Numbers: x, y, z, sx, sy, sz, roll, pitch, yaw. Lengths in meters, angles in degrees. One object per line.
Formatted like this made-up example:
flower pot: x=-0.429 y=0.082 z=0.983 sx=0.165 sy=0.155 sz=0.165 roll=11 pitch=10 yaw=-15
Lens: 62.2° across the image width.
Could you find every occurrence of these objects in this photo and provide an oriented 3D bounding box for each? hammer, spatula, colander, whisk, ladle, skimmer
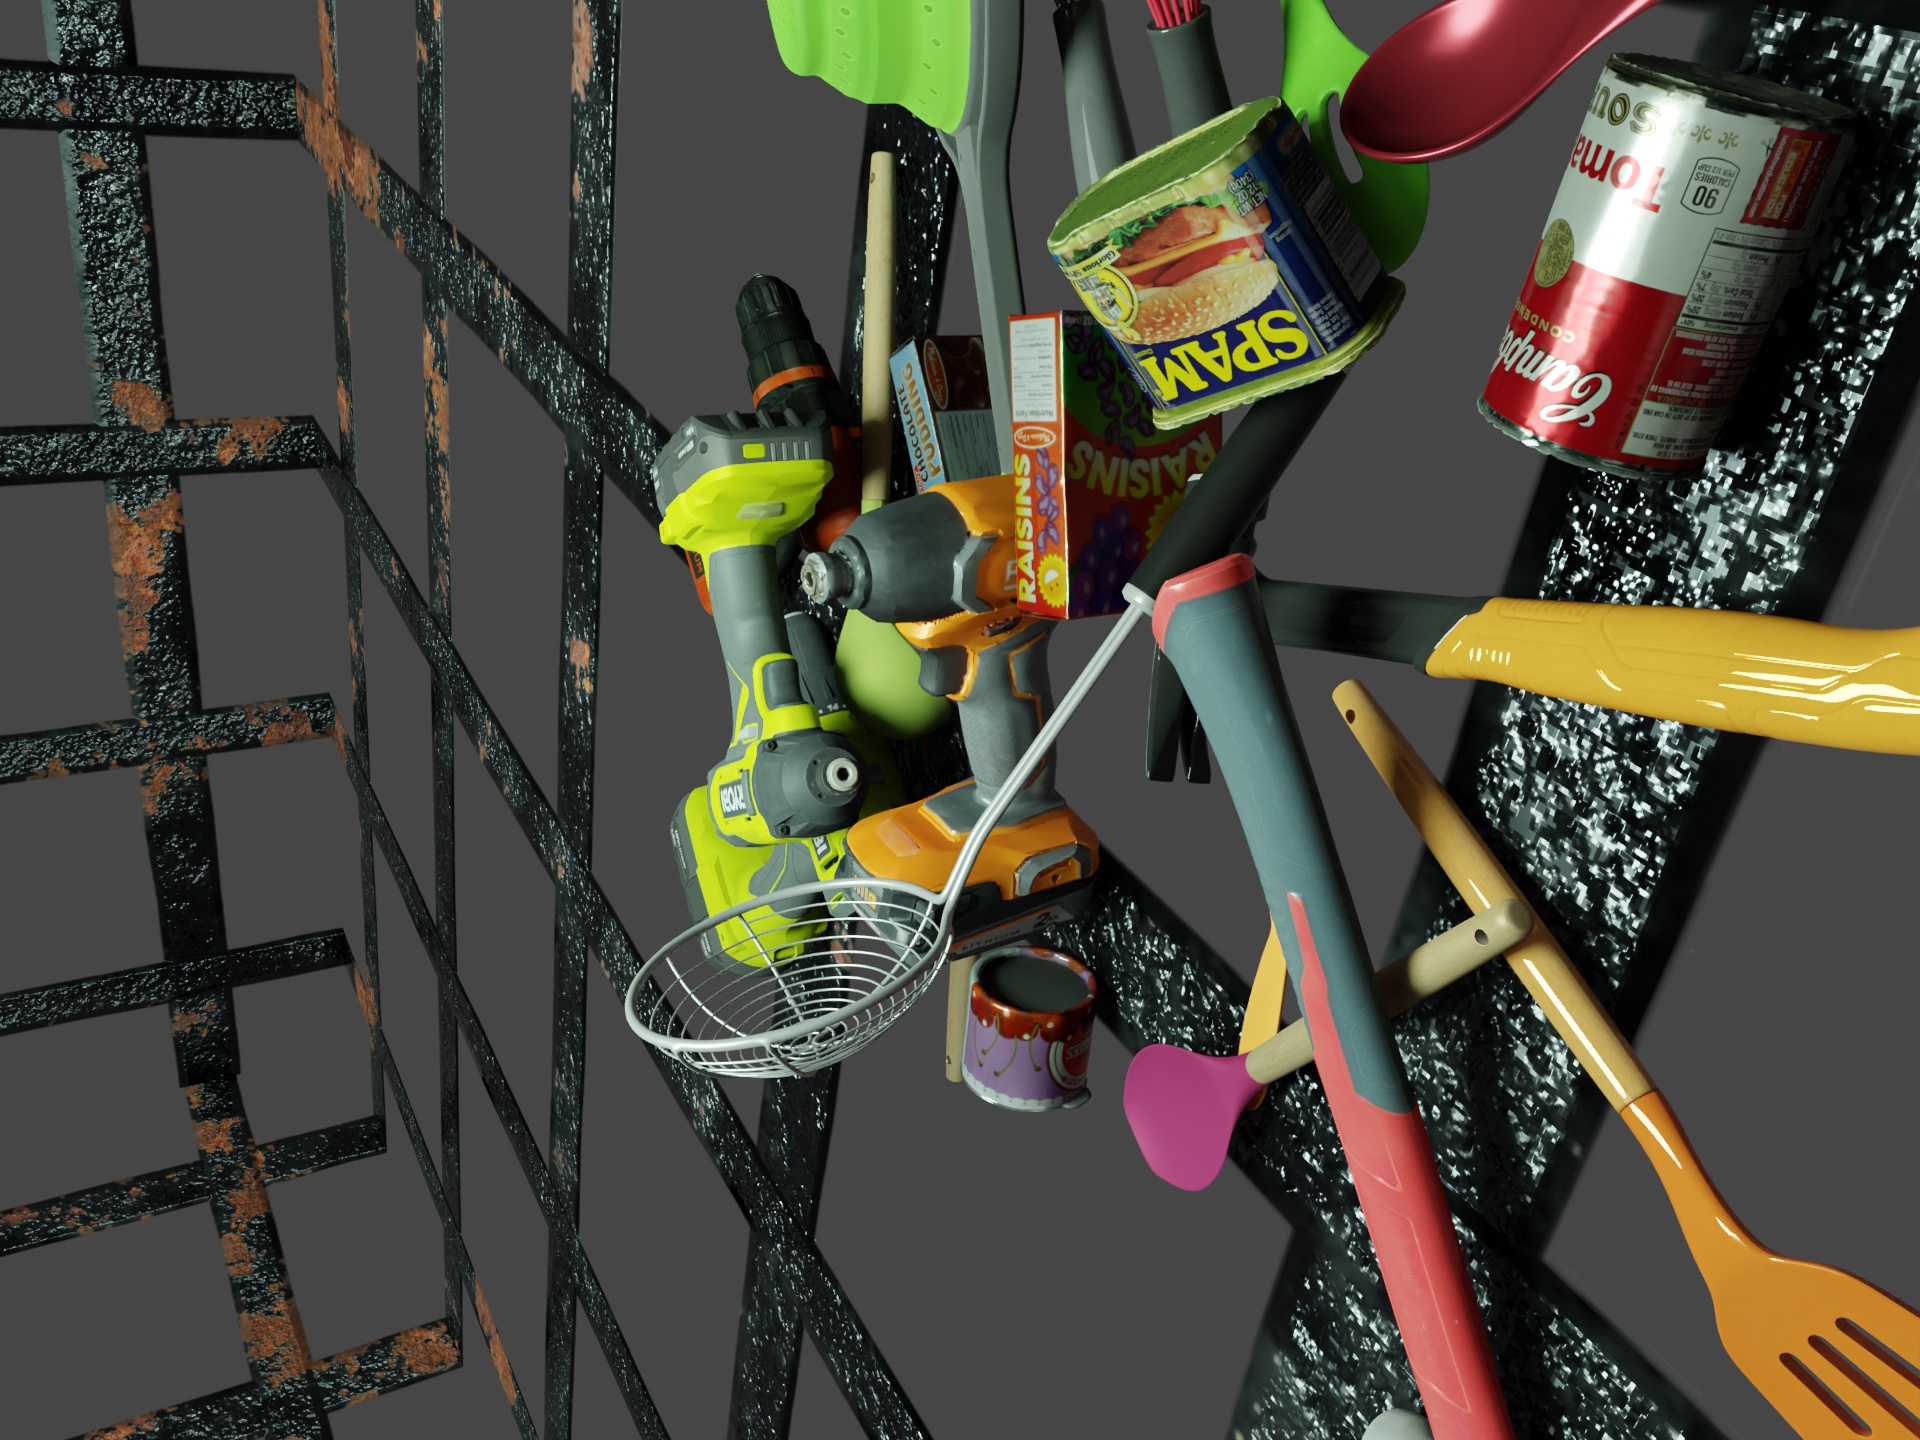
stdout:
hammer: x=0.153 y=0.127 z=0.559 sx=0.143 sy=0.038 sz=0.386 roll=-7 pitch=104 yaw=59
hammer: x=0.183 y=-0.017 z=0.525 sx=0.337 sy=0.034 sz=0.127 roll=13 pitch=96 yaw=56
spatula: x=0.010 y=0.063 z=0.874 sx=0.060 sy=0.018 sz=0.315 roll=33 pitch=125 yaw=51
colander: x=-0.028 y=-0.270 z=0.722 sx=0.205 sy=0.094 sz=0.397 roll=-130 pitch=31 yaw=-74
whisk: x=0.051 y=-0.302 z=0.677 sx=0.055 sy=0.055 sz=0.239 roll=-1 pitch=101 yaw=60
ladle: x=-0.036 y=-0.149 z=0.883 sx=0.078 sy=0.062 sz=0.320 roll=10 pitch=100 yaw=60
skimmer: x=0.012 y=-0.012 z=0.601 sx=0.363 sy=0.090 sz=0.127 roll=-54 pitch=19 yaw=6
spatula: x=0.217 y=0.105 z=0.530 sx=0.323 sy=0.041 sz=0.081 roll=63 pitch=147 yaw=35
ladle: x=0.226 y=-0.218 z=0.415 sx=0.315 sy=0.031 sz=0.069 roll=-10 pitch=58 yaw=57
whisk: x=0.071 y=-0.263 z=0.551 sx=0.073 sy=0.073 sz=0.295 roll=36 pitch=155 yaw=50

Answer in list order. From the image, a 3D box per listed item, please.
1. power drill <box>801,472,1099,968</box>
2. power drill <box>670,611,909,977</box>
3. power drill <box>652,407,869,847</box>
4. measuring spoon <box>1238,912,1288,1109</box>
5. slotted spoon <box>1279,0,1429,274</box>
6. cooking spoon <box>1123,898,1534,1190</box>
power drill: x=-0.001 y=-0.002 z=0.733 sx=0.084 sy=0.164 sz=0.226 roll=39 pitch=132 yaw=47
power drill: x=-0.110 y=0.056 z=1.022 sx=0.228 sy=0.080 sz=0.191 roll=-43 pitch=62 yaw=52
power drill: x=-0.102 y=-0.046 z=0.854 sx=0.171 sy=0.080 sz=0.223 roll=163 pitch=99 yaw=-66
measuring spoon: x=0.136 y=0.123 z=0.688 sx=0.021 sy=0.011 sz=0.116 roll=44 pitch=138 yaw=49
slotted spoon: x=0.112 y=-0.313 z=0.588 sx=0.070 sy=0.031 sz=0.314 roll=-25 pitch=75 yaw=59
cooking spoon: x=0.136 y=0.136 z=0.655 sx=0.069 sy=0.017 sz=0.318 roll=66 pitch=153 yaw=19
